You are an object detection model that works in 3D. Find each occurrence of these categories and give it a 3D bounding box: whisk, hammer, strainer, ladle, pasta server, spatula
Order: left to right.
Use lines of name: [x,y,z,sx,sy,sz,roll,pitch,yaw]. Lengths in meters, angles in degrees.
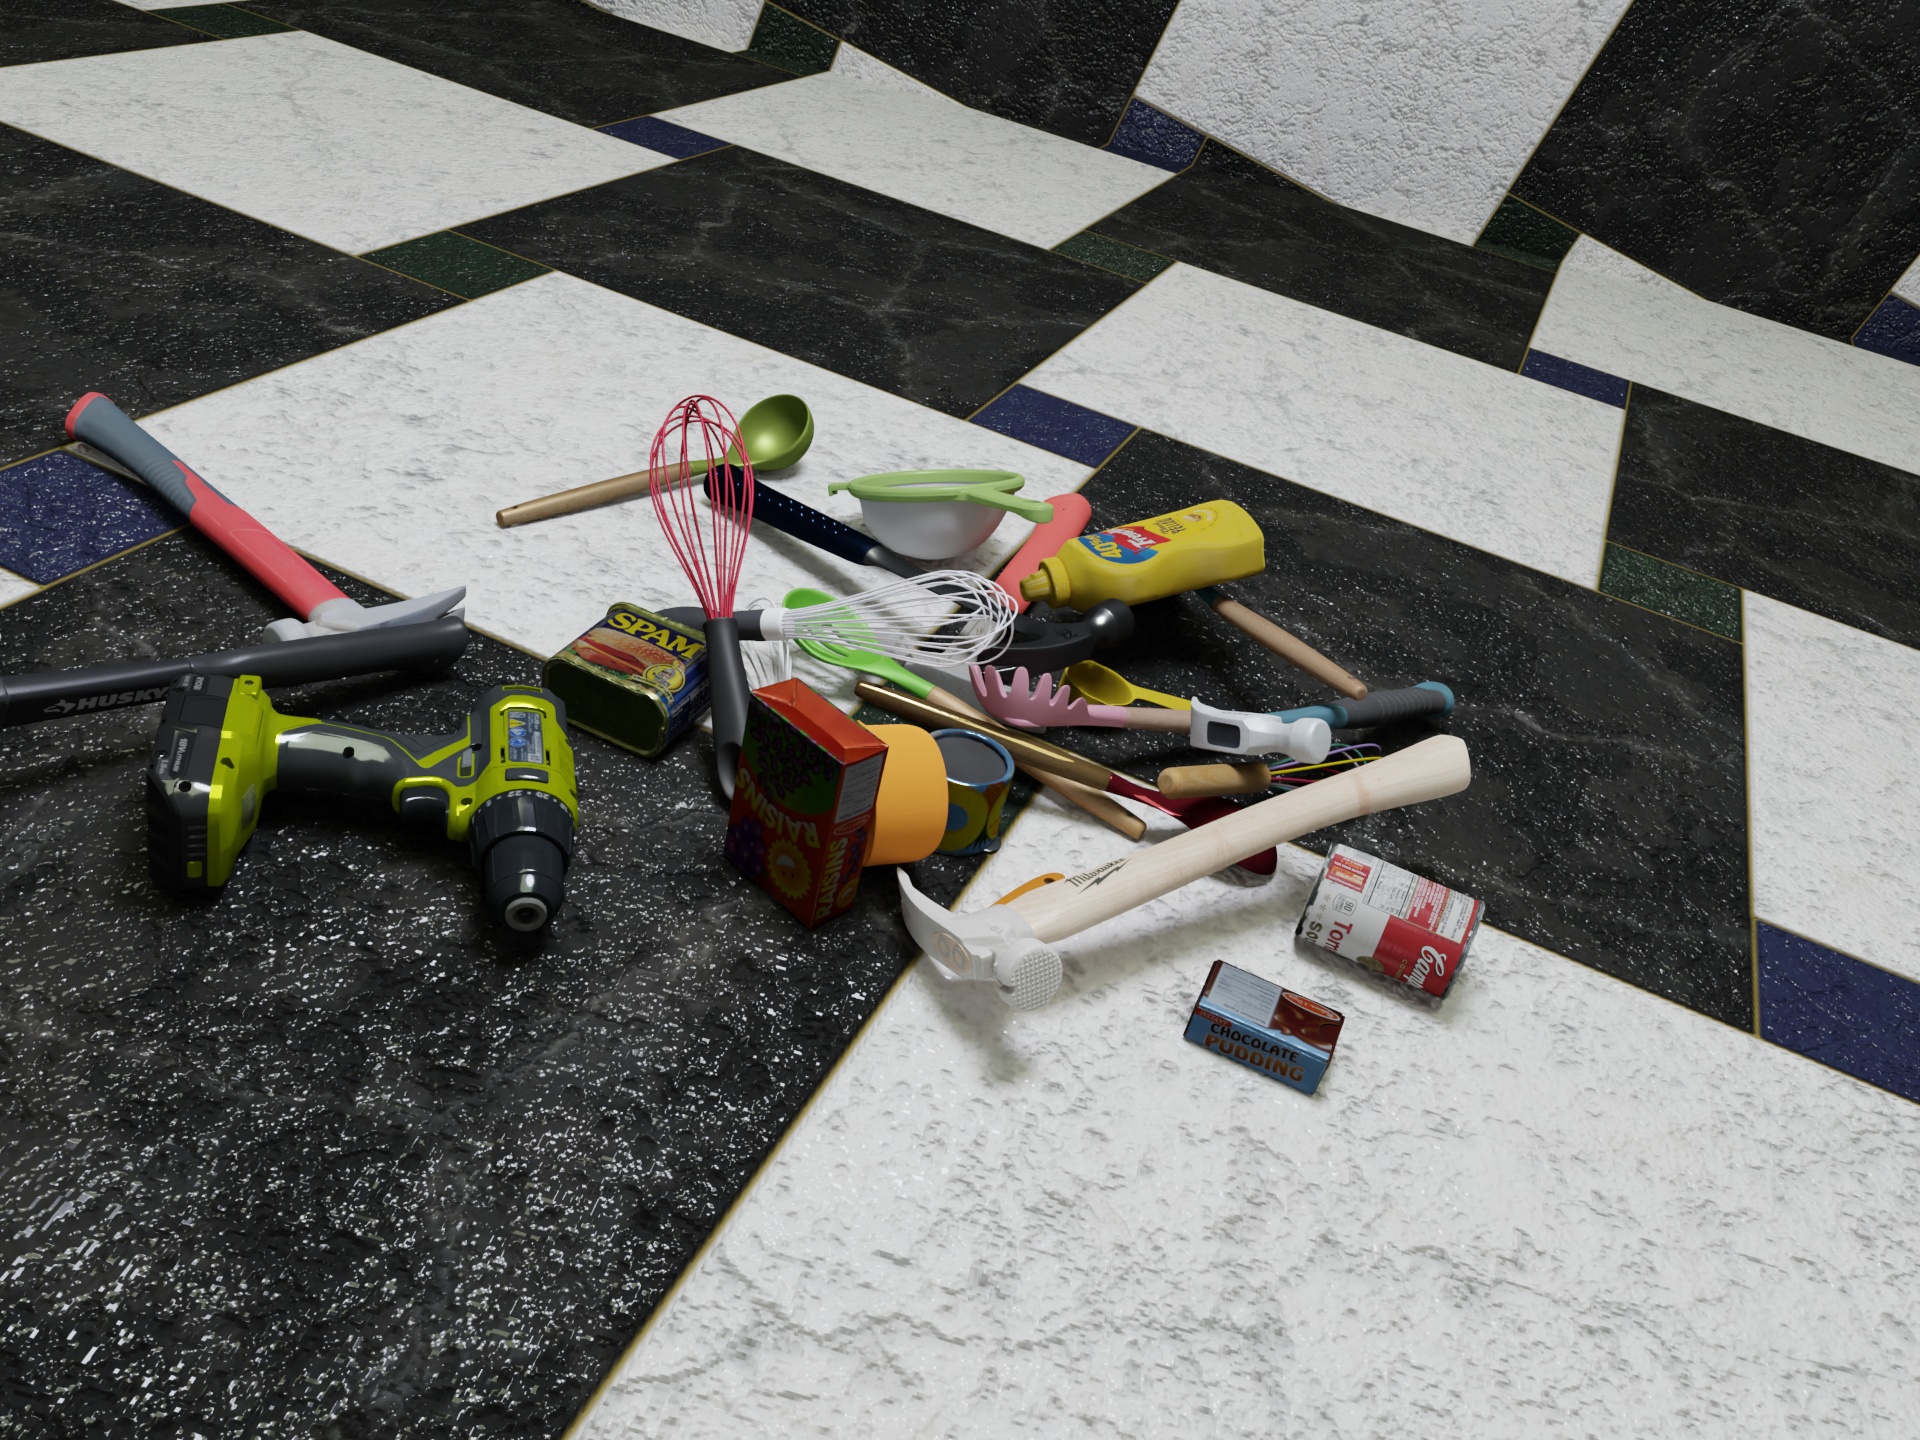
hammer: [-0.449,-0.032,0.957,0.334,0.146,0.035,-14,61,-48]
hammer: [-0.529,-0.151,1.169,0.387,0.038,0.143,34,37,28]
ladle: [-0.255,-0.221,1.363,0.078,0.062,0.320,29,38,35]
whisk: [-0.163,-0.083,1.061,0.073,0.073,0.296,-3,74,-25]
whisk: [-0.125,-0.005,1.095,0.057,0.059,0.247,25,26,-38]
whisk: [-0.096,-0.066,1.079,0.284,0.070,0.070,-1,27,22]
hammer: [-0.064,-0.126,1.257,0.406,0.035,0.144,28,37,35]
strainer: [0.005,-0.162,1.310,0.151,0.069,0.257,-9,18,-26]
hammer: [0.055,-0.106,1.323,0.149,0.036,0.359,21,34,11]
ladle: [0.076,0.033,1.086,0.315,0.031,0.069,21,26,-3]
pasta server: [0.138,-0.009,1.158,0.316,0.040,0.060,4,1,-35]
hammer: [0.160,0.074,1.006,0.410,0.038,0.146,-17,24,-28]
spatula: [0.221,-0.074,1.269,0.082,0.044,0.318,-3,25,-25]
whisk: [0.221,0.042,1.122,0.244,0.051,0.047,-2,9,-43]
hammer: [0.286,-0.004,1.194,0.128,0.033,0.331,7,9,40]

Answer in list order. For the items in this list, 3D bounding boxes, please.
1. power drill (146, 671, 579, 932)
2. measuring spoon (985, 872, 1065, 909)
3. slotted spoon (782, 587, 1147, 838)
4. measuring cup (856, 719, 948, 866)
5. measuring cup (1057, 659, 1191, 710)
power drill: [-0.334,0.046,0.911,0.228,0.080,0.191,4,34,-19]
measuring spoon: [0.030,0.117,0.998,0.021,0.011,0.117,34,38,28]
slotted spoon: [-0.002,-0.004,1.136,0.314,0.031,0.070,33,36,16]
measuring cup: [-0.053,0.036,1.025,0.052,0.095,0.174,-2,13,-17]
measuring cup: [0.146,-0.006,1.226,0.156,0.029,0.062,15,31,-20]
